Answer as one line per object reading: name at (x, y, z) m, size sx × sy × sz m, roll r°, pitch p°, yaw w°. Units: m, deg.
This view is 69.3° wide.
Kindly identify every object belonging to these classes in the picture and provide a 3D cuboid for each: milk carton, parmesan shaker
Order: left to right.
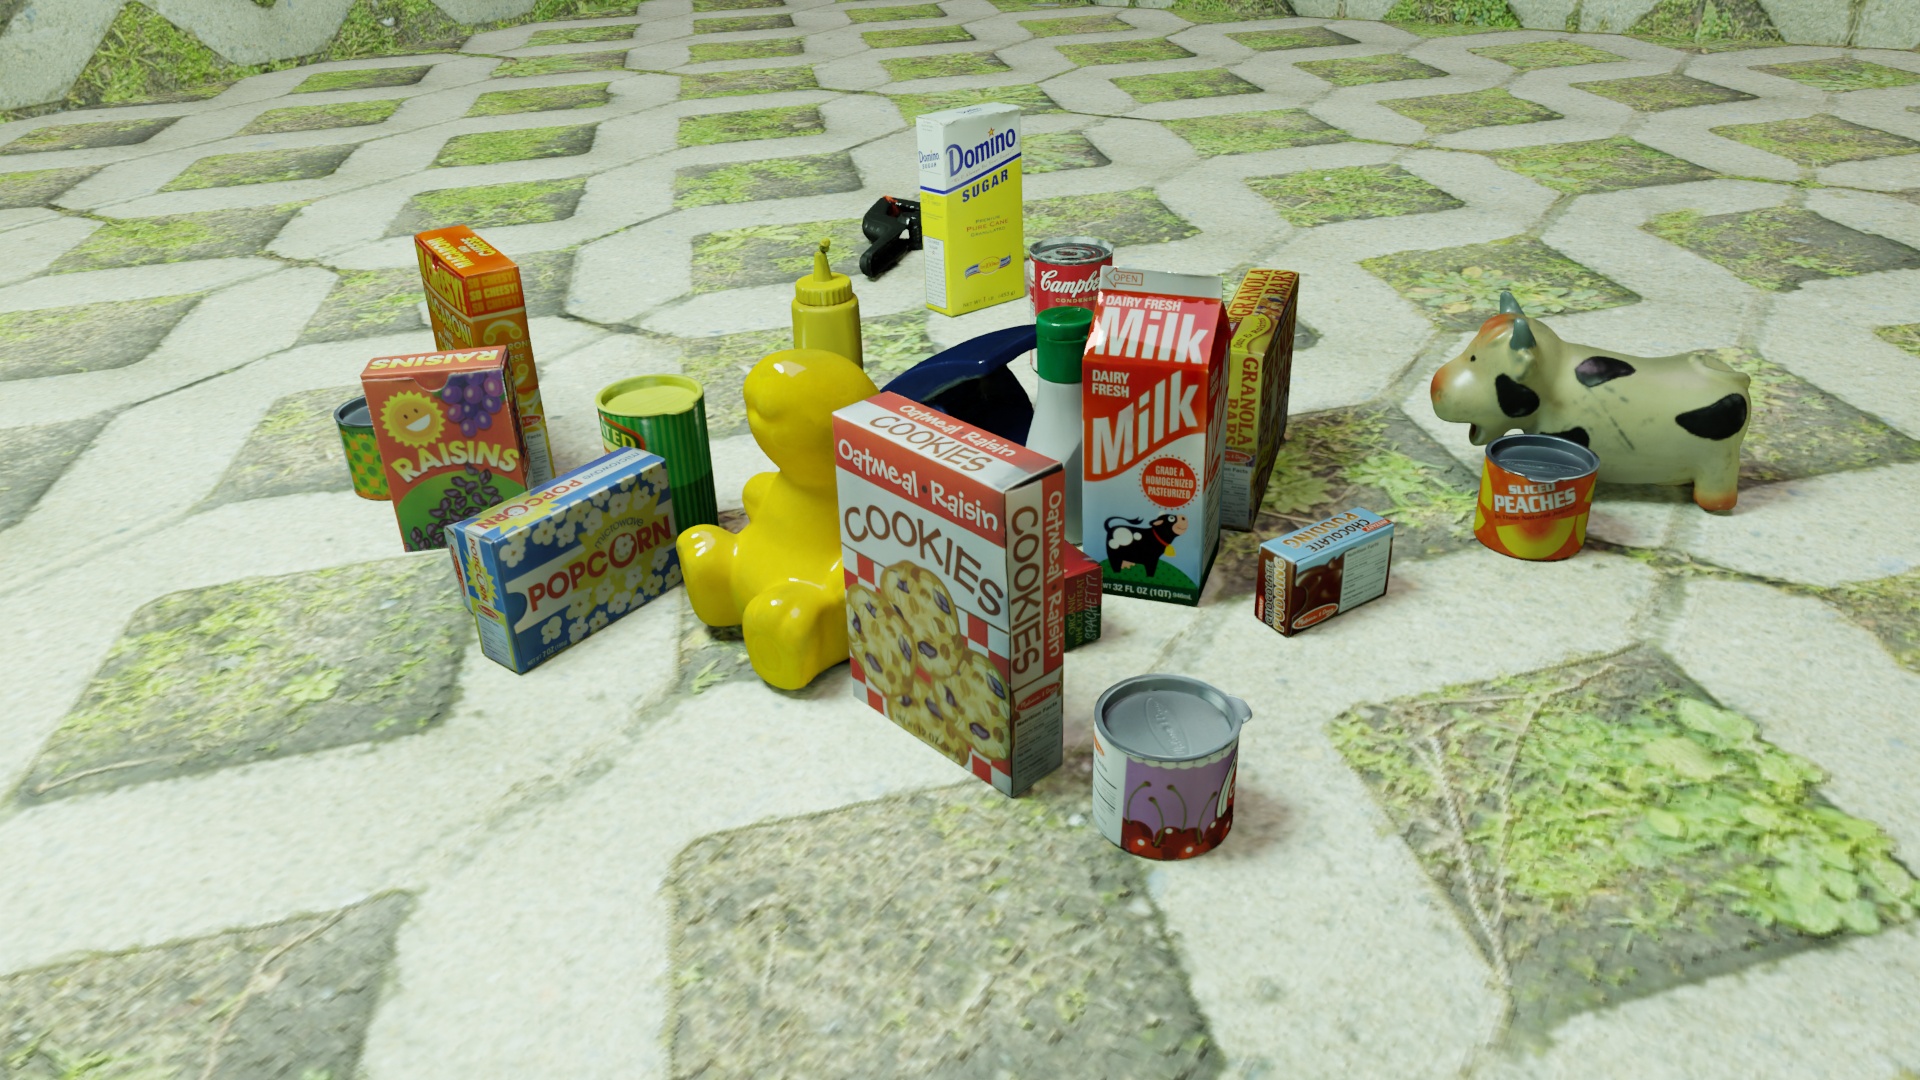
parmesan shaker at (-0.189, -0.045, 0.879) m, size 0.071 × 0.102 × 0.071 m, roll -1°, pitch 28°, yaw 1°
milk carton at (0.114, -0.065, 0.807) m, size 0.072 × 0.189 × 0.074 m, roll 8°, pitch 30°, yaw 18°

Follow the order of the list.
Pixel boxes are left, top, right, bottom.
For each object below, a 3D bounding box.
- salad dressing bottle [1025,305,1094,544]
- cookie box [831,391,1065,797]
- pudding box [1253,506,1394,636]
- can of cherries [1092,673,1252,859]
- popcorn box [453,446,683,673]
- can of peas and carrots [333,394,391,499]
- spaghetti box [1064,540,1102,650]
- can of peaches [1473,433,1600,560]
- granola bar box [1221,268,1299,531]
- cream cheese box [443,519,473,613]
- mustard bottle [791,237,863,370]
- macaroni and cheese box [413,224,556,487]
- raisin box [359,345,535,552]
salad dressing bottle at (0.066, -0.071, 0.866) m, size 0.044 × 0.147 × 0.064 m, roll 22°, pitch 36°, yaw 37°
cookie box at (-0.005, 0.024, 0.675) m, size 0.040 × 0.166 × 0.123 m, roll -25°, pitch 36°, yaw -36°
pudding box at (0.210, 0.017, 0.798) m, size 0.084 × 0.049 × 0.030 m, roll -19°, pitch 33°, yaw -29°
can of cherries at (0.096, 0.103, 0.637) m, size 0.071 × 0.058 × 0.072 m, roll -1°, pitch 28°, yaw 1°
popcorn box at (-0.222, 0.008, 0.801) m, size 0.038 × 0.084 × 0.127 m, roll 18°, pitch 34°, yaw 32°
can of peas and carrots at (-0.398, -0.068, 0.979) m, size 0.071 × 0.058 × 0.071 m, roll -1°, pitch 28°, yaw 1°
spaghetti box at (0.003, -0.011, 0.860) m, size 0.029 × 0.050 × 0.250 m, roll -18°, pitch 32°, yaw -27°
can of peaches at (0.355, -0.026, 0.860) m, size 0.071 × 0.057 × 0.071 m, roll -1°, pitch 28°, yaw 1°
granola bar box at (0.194, -0.099, 0.934) m, size 0.039 × 0.123 × 0.166 m, roll 8°, pitch 30°, yaw 18°
cream cheese box at (-0.258, 0.001, 0.849) m, size 0.104 × 0.053 × 0.024 m, roll -25°, pitch 36°, yaw -36°
mustard bottle at (-0.094, -0.137, 0.983) m, size 0.049 × 0.159 × 0.065 m, roll -4°, pitch 28°, yaw -3°
macaroni and cheese box at (-0.329, -0.121, 0.960) m, size 0.040 × 0.165 × 0.124 m, roll -19°, pitch 33°, yaw -29°
raisin box at (-0.324, -0.058, 0.890) m, size 0.086 × 0.122 × 0.040 m, roll -6°, pitch 28°, yaw -7°
